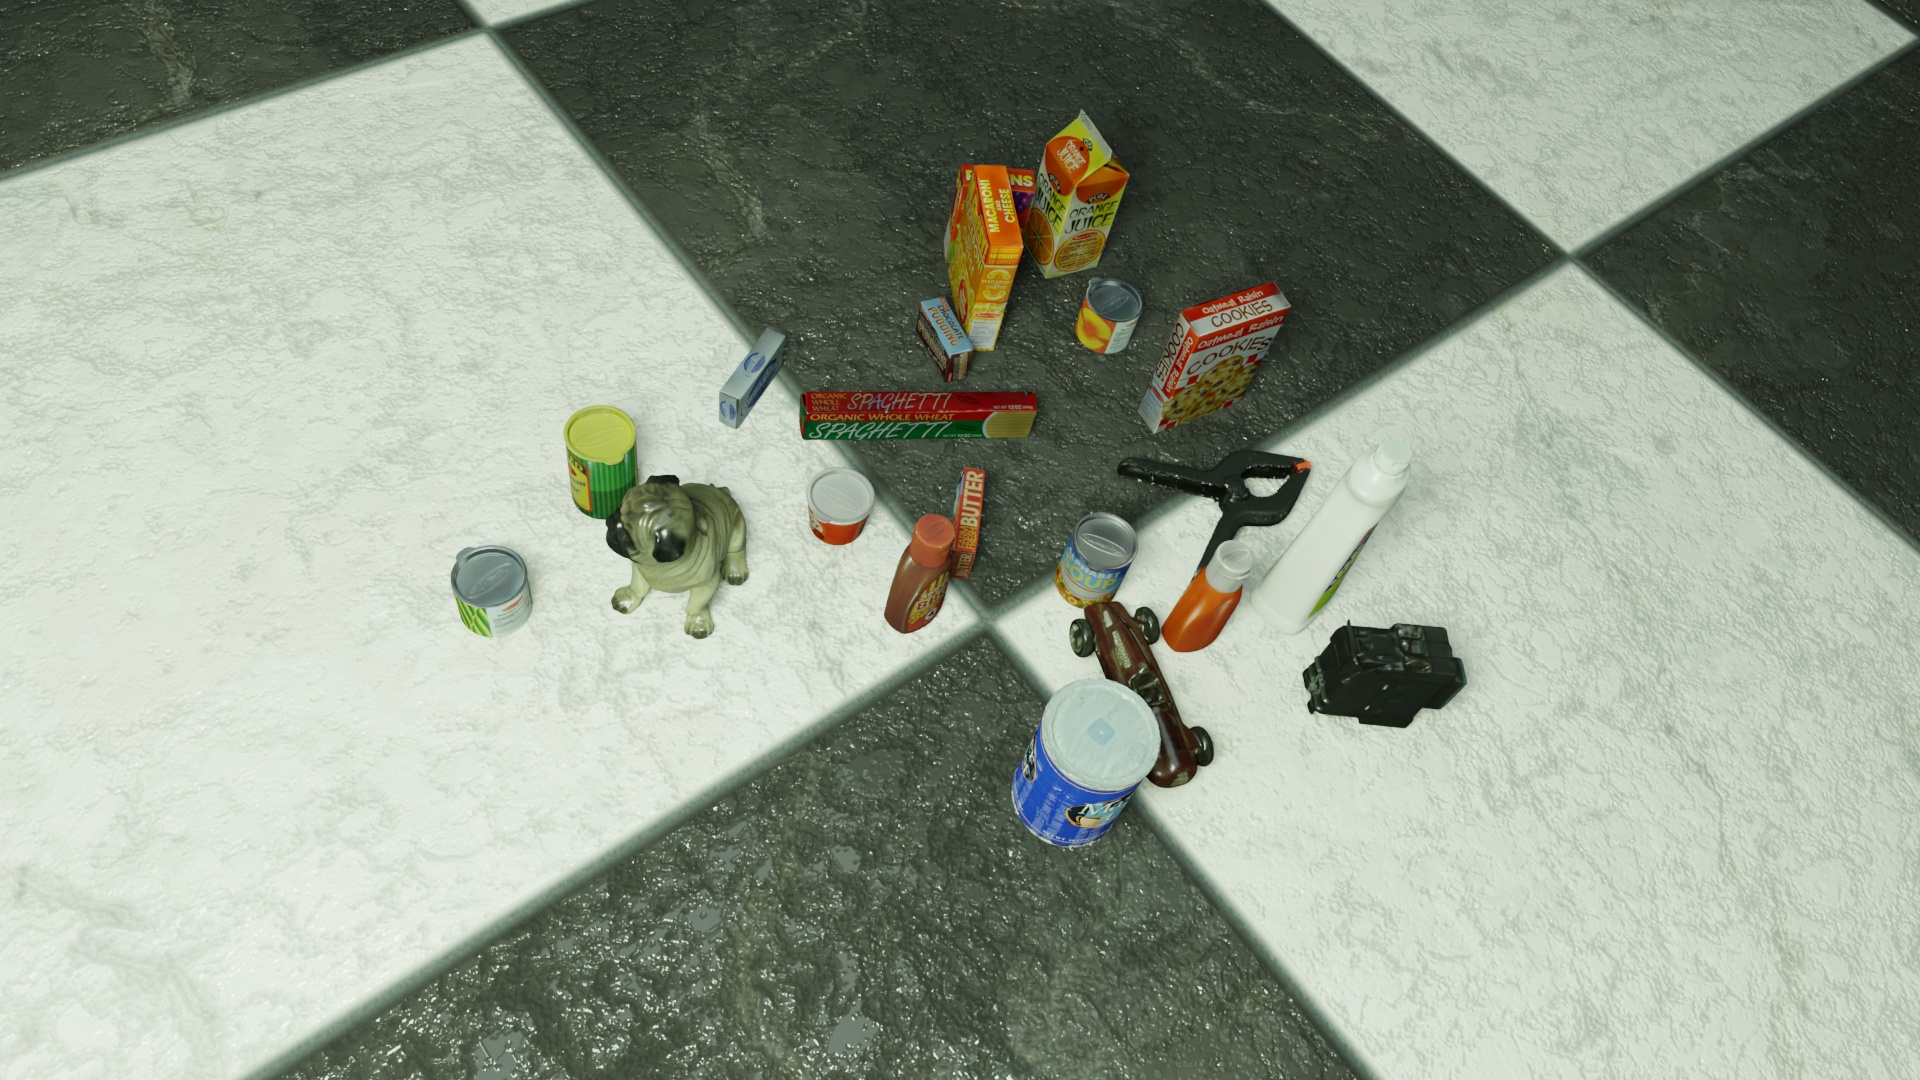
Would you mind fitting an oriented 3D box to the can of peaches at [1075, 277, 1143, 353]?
[{"bbox_3d":[0.168,-0.258,1.588,0.071,0.057,0.071,5,56,-8],"label":"can of peaches"}]

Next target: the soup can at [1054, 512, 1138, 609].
[{"bbox_3d":[0.133,0.024,1.380,0.071,0.083,0.072,5,56,-8],"label":"soup can"}]

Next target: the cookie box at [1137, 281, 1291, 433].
[{"bbox_3d":[0.271,-0.197,1.503,0.123,0.166,0.040,-21,64,-23],"label":"cookie box"}]

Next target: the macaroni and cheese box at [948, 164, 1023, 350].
[{"bbox_3d":[0.025,-0.308,1.528,0.040,0.165,0.124,-2,58,-12],"label":"macaroni and cheese box"}]

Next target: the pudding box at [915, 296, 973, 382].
[{"bbox_3d":[-0.018,-0.222,1.533,0.030,0.049,0.084,-16,62,-20],"label":"pudding box"}]

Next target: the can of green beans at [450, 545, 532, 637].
[{"bbox_3d":[-0.427,0.047,1.269,0.071,0.057,0.071,5,56,-8],"label":"can of green beans"}]

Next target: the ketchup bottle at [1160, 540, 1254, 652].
[{"bbox_3d":[0.243,0.054,1.343,0.065,0.148,0.043,-19,63,-22],"label":"ketchup bottle"}]

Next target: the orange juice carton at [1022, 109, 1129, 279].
[{"bbox_3d":[0.133,-0.396,1.591,0.073,0.191,0.072,-17,62,-21],"label":"orange juice carton"}]

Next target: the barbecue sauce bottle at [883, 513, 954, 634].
[{"bbox_3d":[-0.035,0.029,1.304,0.044,0.147,0.065,43,60,17],"label":"barbecue sauce bottle"}]

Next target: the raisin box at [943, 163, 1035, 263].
[{"bbox_3d":[0.033,-0.372,1.597,0.086,0.122,0.040,4,57,-9],"label":"raisin box"}]

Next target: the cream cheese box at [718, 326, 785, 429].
[{"bbox_3d":[-0.218,-0.170,1.456,0.024,0.053,0.104,25,56,6],"label":"cream cheese box"}]

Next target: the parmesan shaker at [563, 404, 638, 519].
[{"bbox_3d":[-0.343,-0.071,1.336,0.071,0.102,0.071,5,56,-8],"label":"parmesan shaker"}]

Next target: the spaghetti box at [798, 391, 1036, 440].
[{"bbox_3d":[-0.045,-0.132,1.468,0.250,0.050,0.029,-2,58,-12],"label":"spaghetti box"}]

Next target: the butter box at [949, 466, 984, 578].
[{"bbox_3d":[0.005,-0.018,1.400,0.024,0.052,0.104,10,56,-5],"label":"butter box"}]

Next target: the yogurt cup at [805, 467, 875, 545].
[{"bbox_3d":[-0.121,-0.031,1.384,0.072,0.053,0.073,5,56,-8],"label":"yogurt cup"}]
